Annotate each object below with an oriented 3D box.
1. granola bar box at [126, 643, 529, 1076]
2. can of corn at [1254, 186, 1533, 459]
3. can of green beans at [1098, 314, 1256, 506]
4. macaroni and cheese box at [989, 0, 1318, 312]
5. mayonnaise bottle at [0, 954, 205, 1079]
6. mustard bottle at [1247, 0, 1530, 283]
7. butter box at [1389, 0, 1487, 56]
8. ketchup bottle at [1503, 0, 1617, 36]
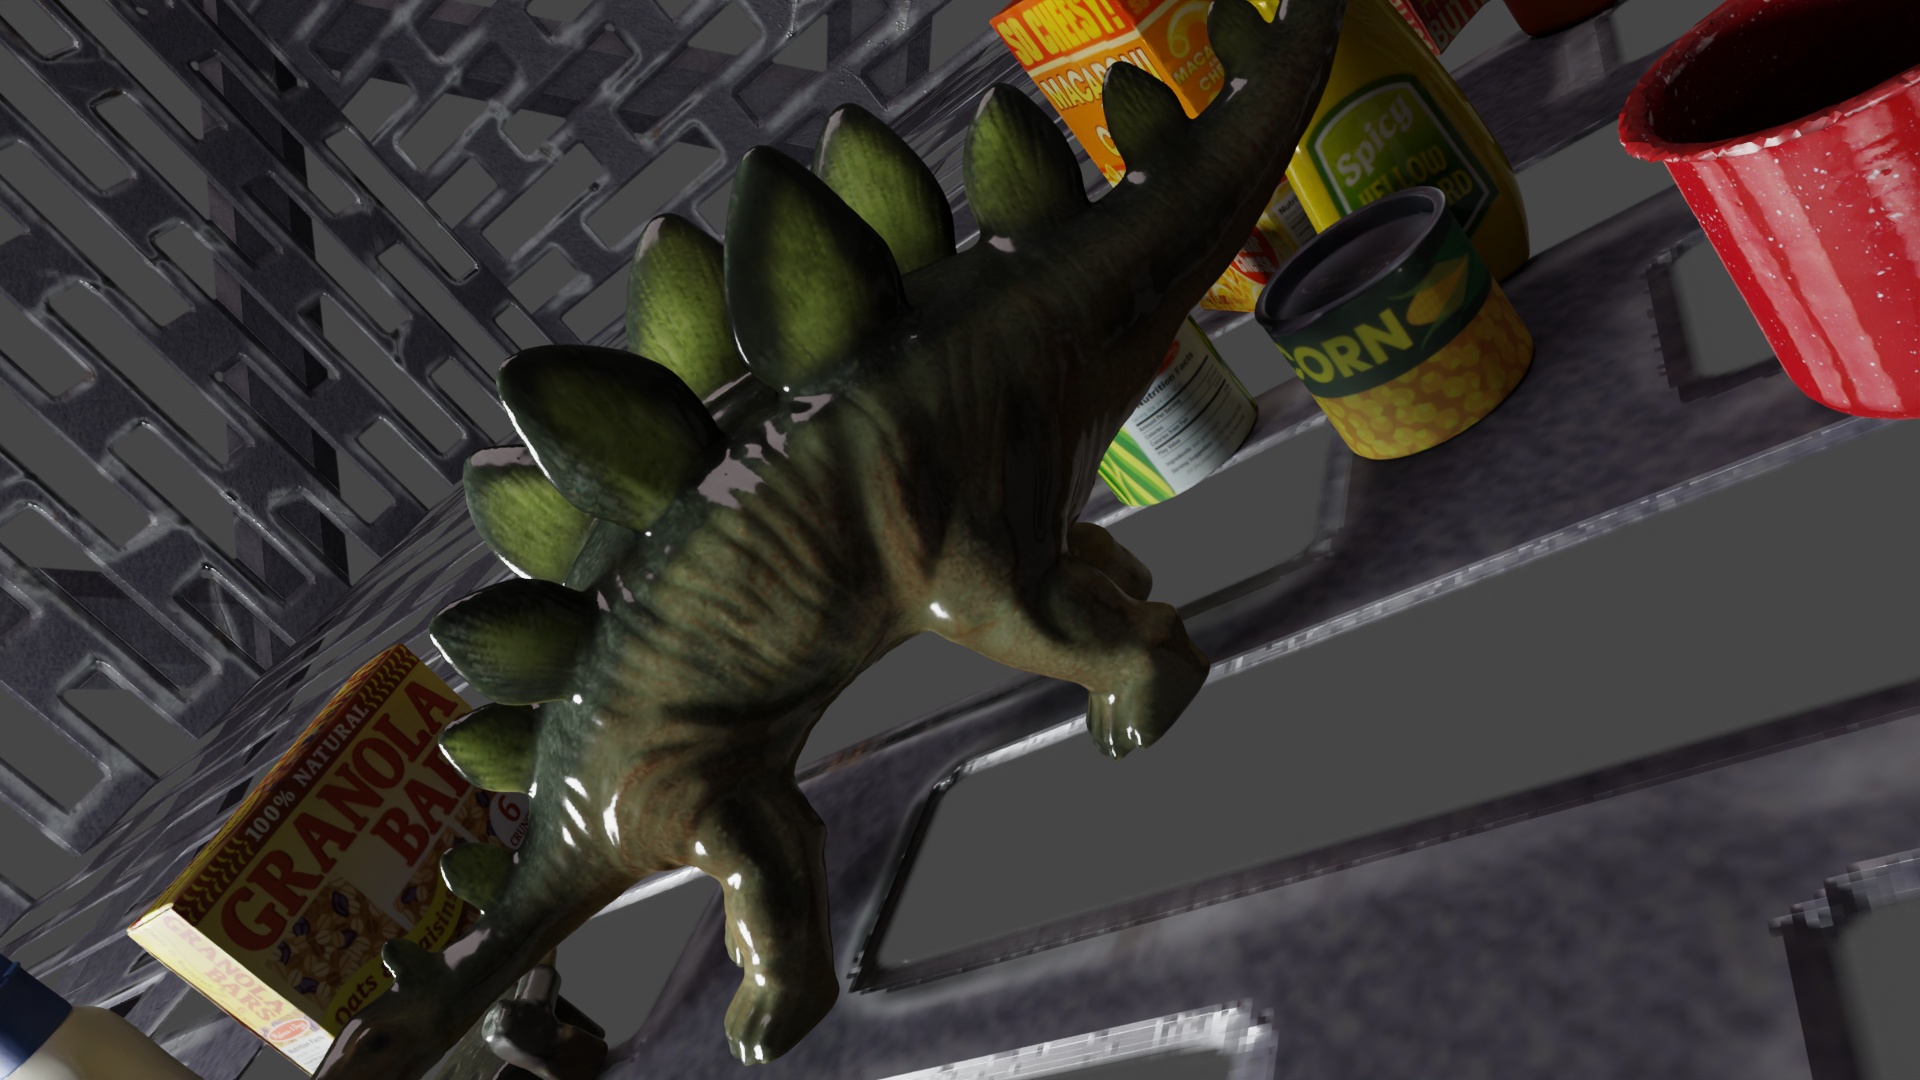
[{"bbox_3d":[-0.256,0.143,0.614,0.039,0.124,0.166,-30,21,28],"label":"granola bar box"},{"bbox_3d":[0.135,-0.066,0.438,0.071,0.058,0.071,-36,20,15],"label":"can of corn"},{"bbox_3d":[0.071,-0.055,0.535,0.071,0.057,0.071,-36,20,15],"label":"can of green beans"},{"bbox_3d":[0.094,-0.170,0.580,0.040,0.166,0.124,-43,19,-5],"label":"macaroni and cheese box"},{"bbox_3d":[-0.346,0.227,0.564,0.041,0.148,0.065,-43,19,-6],"label":"mayonnaise bottle"},{"bbox_3d":[0.132,-0.149,0.472,0.065,0.160,0.049,-34,20,20],"label":"mustard bottle"},{"bbox_3d":[0.259,-0.304,0.737,0.104,0.053,0.024,-48,20,-19],"label":"butter box"},{"bbox_3d":[0.243,-0.299,0.609,0.064,0.148,0.044,-13,33,54],"label":"ketchup bottle"}]
